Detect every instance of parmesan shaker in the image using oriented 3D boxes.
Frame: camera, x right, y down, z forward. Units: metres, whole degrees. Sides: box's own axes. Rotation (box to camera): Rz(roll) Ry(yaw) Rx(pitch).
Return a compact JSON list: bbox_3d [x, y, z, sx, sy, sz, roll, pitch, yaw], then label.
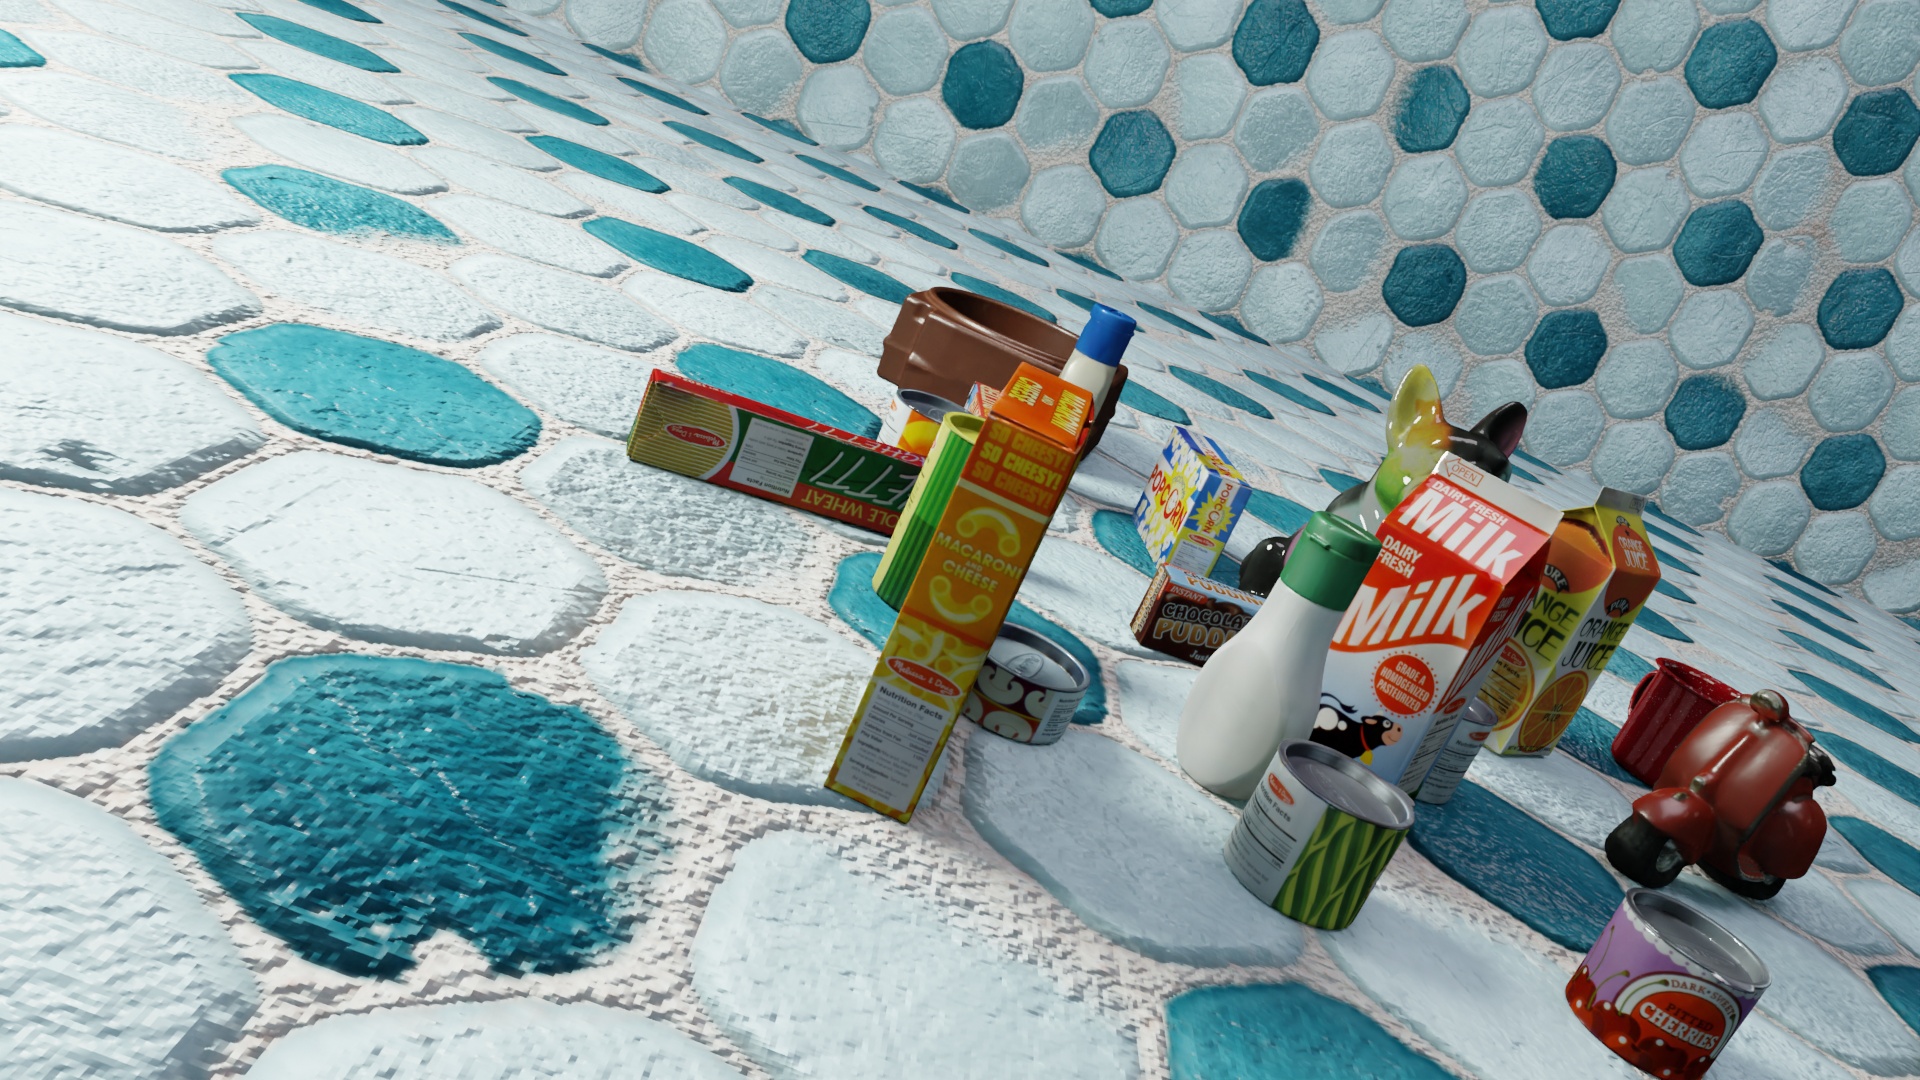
[{"bbox_3d":[0.003,-0.009,0.754,0.071,0.102,0.071,22,18,-7],"label":"parmesan shaker"}]

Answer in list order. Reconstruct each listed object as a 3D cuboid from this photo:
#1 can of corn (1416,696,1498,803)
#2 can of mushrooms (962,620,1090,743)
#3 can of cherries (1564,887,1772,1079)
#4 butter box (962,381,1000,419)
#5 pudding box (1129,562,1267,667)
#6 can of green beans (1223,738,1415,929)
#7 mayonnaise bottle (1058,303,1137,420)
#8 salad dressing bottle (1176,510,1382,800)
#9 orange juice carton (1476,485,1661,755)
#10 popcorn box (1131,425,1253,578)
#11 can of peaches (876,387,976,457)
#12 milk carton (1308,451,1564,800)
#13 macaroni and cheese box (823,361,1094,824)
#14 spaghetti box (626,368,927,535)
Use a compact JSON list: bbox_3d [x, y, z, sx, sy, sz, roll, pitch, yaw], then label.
[{"bbox_3d":[0.272,0.112,0.825,0.071,0.058,0.071,22,18,-7],"label":"can of corn"},{"bbox_3d":[0.025,0.067,0.679,0.071,0.033,0.071,22,18,-7],"label":"can of mushrooms"},{"bbox_3d":[0.319,0.202,0.629,0.071,0.058,0.072,22,18,-7],"label":"can of cherries"},{"bbox_3d":[0.013,-0.082,1.056,0.024,0.053,0.104,21,18,-9],"label":"butter box"},{"bbox_3d":[0.154,0.051,0.863,0.084,0.049,0.030,20,18,-13],"label":"pudding box"},{"bbox_3d":[0.161,0.132,0.627,0.071,0.057,0.071,22,18,-7],"label":"can of green beans"},{"bbox_3d":[0.089,-0.109,1.076,0.041,0.147,0.065,26,17,4],"label":"mayonnaise bottle"},{"bbox_3d":[0.159,0.057,0.691,0.044,0.147,0.064,8,24,-43],"label":"salad dressing bottle"},{"bbox_3d":[0.408,0.050,0.956,0.072,0.192,0.073,9,23,-41],"label":"orange juice carton"},{"bbox_3d":[0.173,-0.028,1.053,0.038,0.085,0.127,21,18,-11],"label":"popcorn box"},{"bbox_3d":[-0.022,-0.063,0.950,0.071,0.058,0.071,22,18,-7],"label":"can of peaches"},{"bbox_3d":[0.244,0.052,0.744,0.072,0.190,0.073,35,20,31],"label":"milk carton"},{"bbox_3d":[0.004,0.016,0.579,0.040,0.166,0.124,25,17,1],"label":"macaroni and cheese box"},{"bbox_3d":[-0.071,-0.039,0.830,0.250,0.050,0.029,17,19,-22],"label":"spaghetti box"}]
